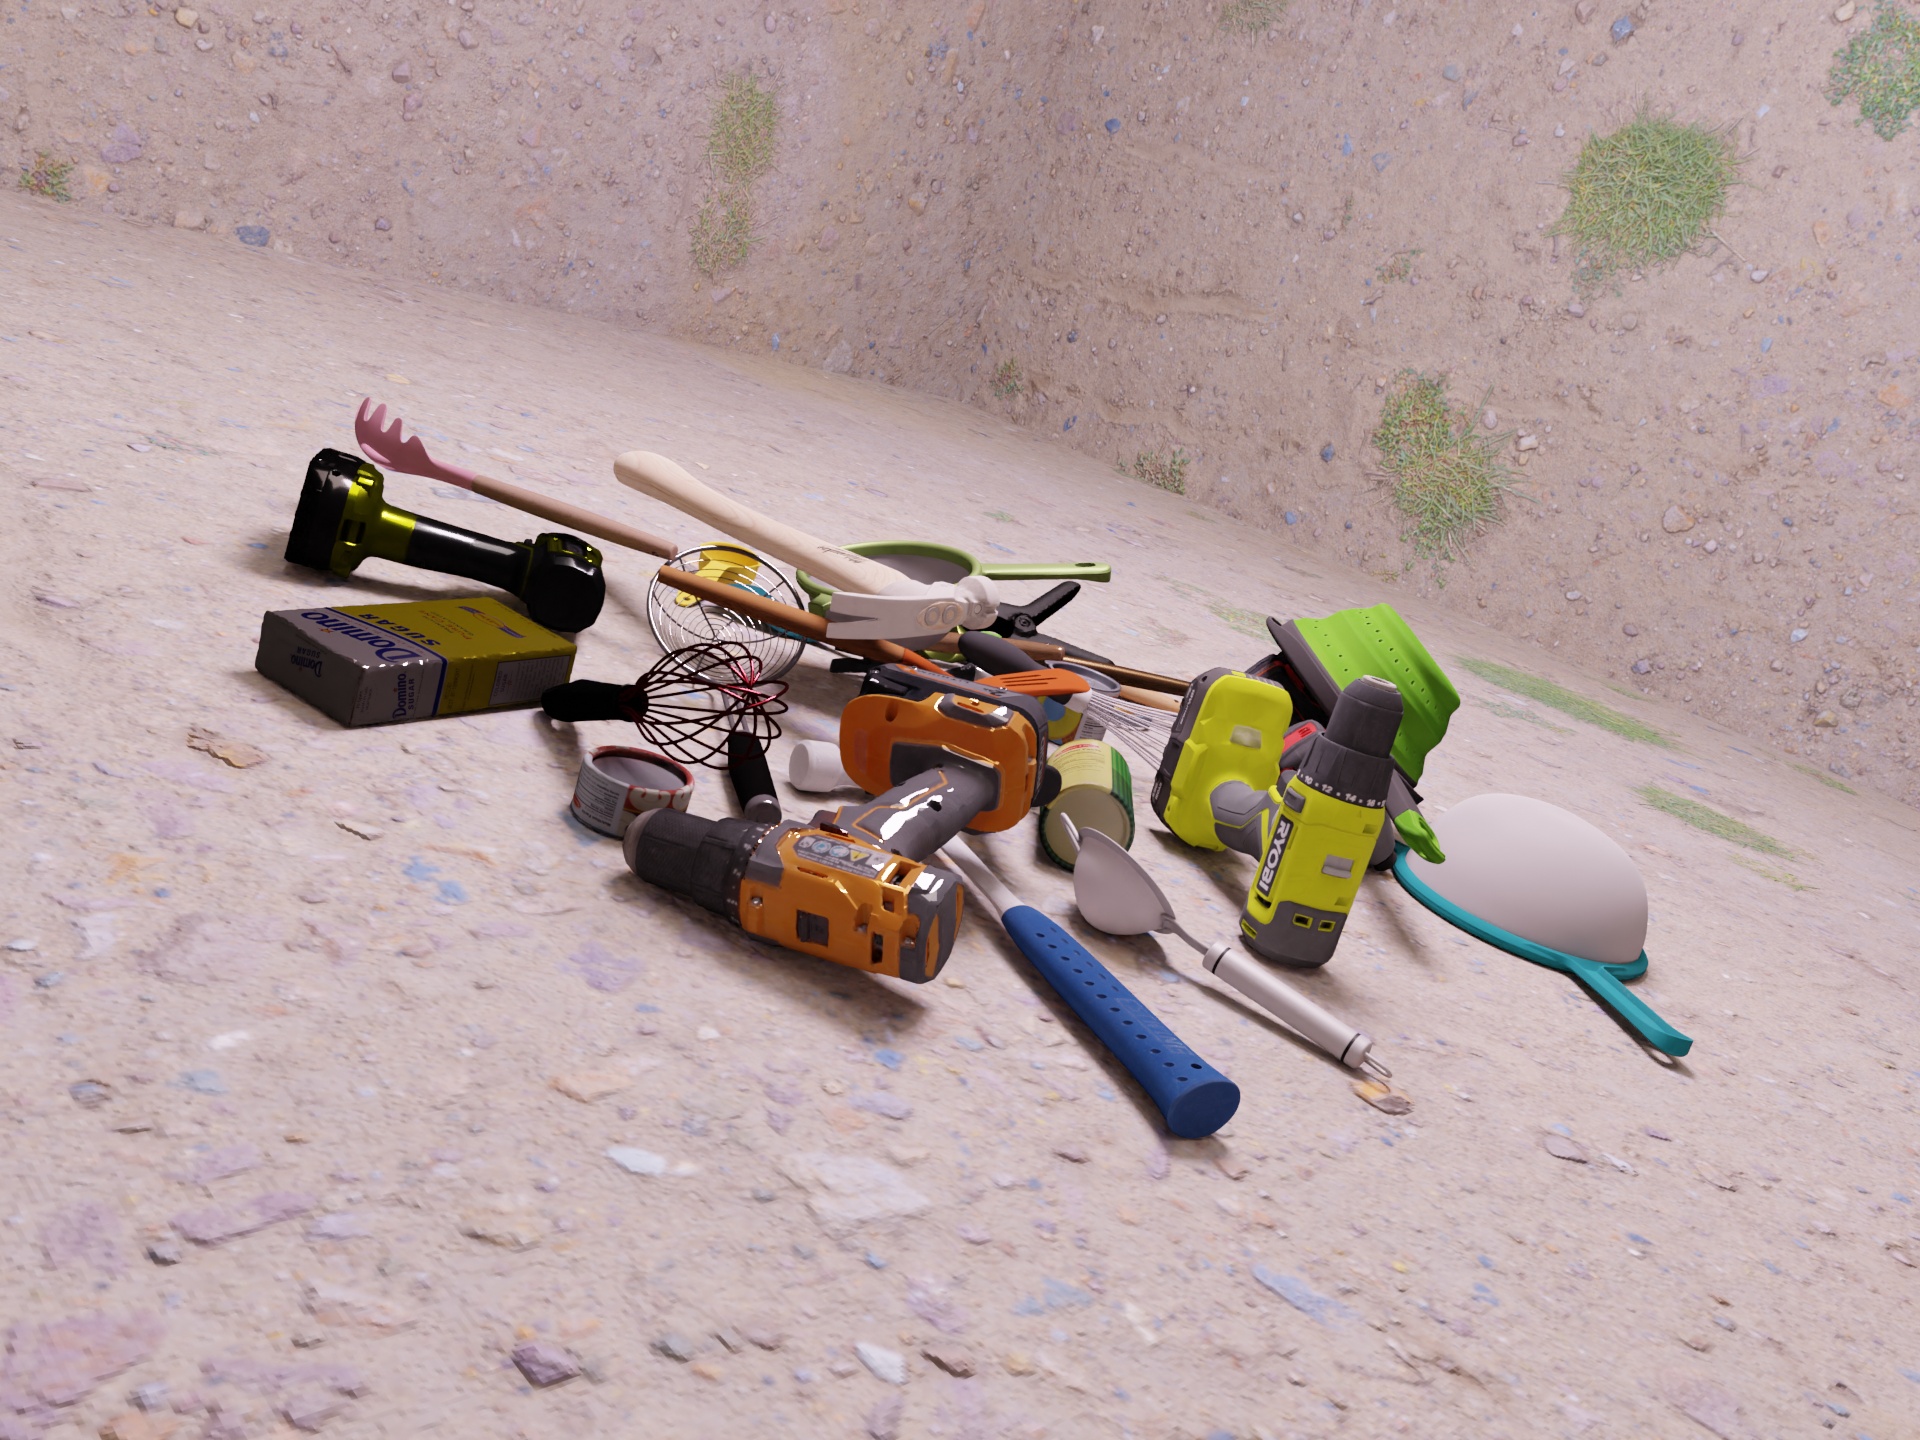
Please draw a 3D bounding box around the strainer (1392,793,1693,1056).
[{"bbox_3d":[0.474,0.137,1.223,0.211,0.095,0.341,15,15,-12],"label":"strainer"}]

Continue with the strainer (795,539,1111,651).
[{"bbox_3d":[-0.005,-0.095,1.294,0.256,0.069,0.152,-2,23,-7],"label":"strainer"}]

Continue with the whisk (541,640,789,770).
[{"bbox_3d":[-0.184,-0.010,0.931,0.073,0.073,0.296,7,-3,-35],"label":"whisk"}]

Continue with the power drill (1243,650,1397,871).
[{"bbox_3d":[0.299,0.037,1.346,0.143,0.078,0.220,48,12,-18],"label":"power drill"}]

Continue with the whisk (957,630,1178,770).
[{"bbox_3d":[0.122,-0.005,1.296,0.284,0.070,0.070,25,14,-16],"label":"whisk"}]

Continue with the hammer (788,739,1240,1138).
[{"bbox_3d":[0.035,0.110,0.938,0.144,0.035,0.406,8,19,-31],"label":"hammer"}]

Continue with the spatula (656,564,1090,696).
[{"bbox_3d":[-0.063,-0.063,1.166,0.322,0.041,0.081,19,9,-11],"label":"spatula"}]

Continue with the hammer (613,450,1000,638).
[{"bbox_3d":[-0.159,-0.145,1.232,0.146,0.038,0.411,-8,26,-42],"label":"hammer"}]

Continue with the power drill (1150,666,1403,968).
[{"bbox_3d":[0.221,0.041,1.105,0.080,0.190,0.229,13,12,-17],"label":"power drill"}]

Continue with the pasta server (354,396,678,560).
[{"bbox_3d":[-0.358,-0.187,1.265,0.316,0.040,0.060,20,-24,16],"label":"pasta server"}]

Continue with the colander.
[{"bbox_3d":[0.357,-0.002,1.284,0.204,0.094,0.397,49,15,-16],"label":"colander"}]

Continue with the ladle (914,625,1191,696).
[{"bbox_3d":[0.088,-0.062,1.478,0.320,0.062,0.078,11,56,-11],"label":"ladle"}]

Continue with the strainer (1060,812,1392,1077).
[{"bbox_3d":[0.147,0.139,0.958,0.259,0.050,0.086,33,-23,27],"label":"strainer"}]

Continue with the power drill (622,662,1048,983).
[{"bbox_3d":[-0.062,0.050,0.895,0.185,0.084,0.226,14,32,17],"label":"power drill"}]

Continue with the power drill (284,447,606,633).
[{"bbox_3d":[-0.387,-0.135,1.222,0.223,0.080,0.171,16,11,-19],"label":"power drill"}]

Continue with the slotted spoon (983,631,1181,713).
[{"bbox_3d":[0.077,-0.062,1.571,0.313,0.031,0.070,20,30,-1],"label":"slotted spoon"}]

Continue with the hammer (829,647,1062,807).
[{"bbox_3d":[-0.002,-0.004,1.191,0.149,0.036,0.409,12,10,-14],"label":"hammer"}]

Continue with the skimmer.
[{"bbox_3d":[-0.150,-0.033,1.108,0.127,0.090,0.364,13,17,-18],"label":"skimmer"}]

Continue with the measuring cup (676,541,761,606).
[{"bbox_3d":[-0.231,-0.125,1.462,0.062,0.029,0.157,19,28,4],"label":"measuring cup"}]

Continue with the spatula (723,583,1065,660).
[{"bbox_3d":[-0.061,-0.083,1.384,0.317,0.044,0.082,7,8,19],"label":"spatula"}]
